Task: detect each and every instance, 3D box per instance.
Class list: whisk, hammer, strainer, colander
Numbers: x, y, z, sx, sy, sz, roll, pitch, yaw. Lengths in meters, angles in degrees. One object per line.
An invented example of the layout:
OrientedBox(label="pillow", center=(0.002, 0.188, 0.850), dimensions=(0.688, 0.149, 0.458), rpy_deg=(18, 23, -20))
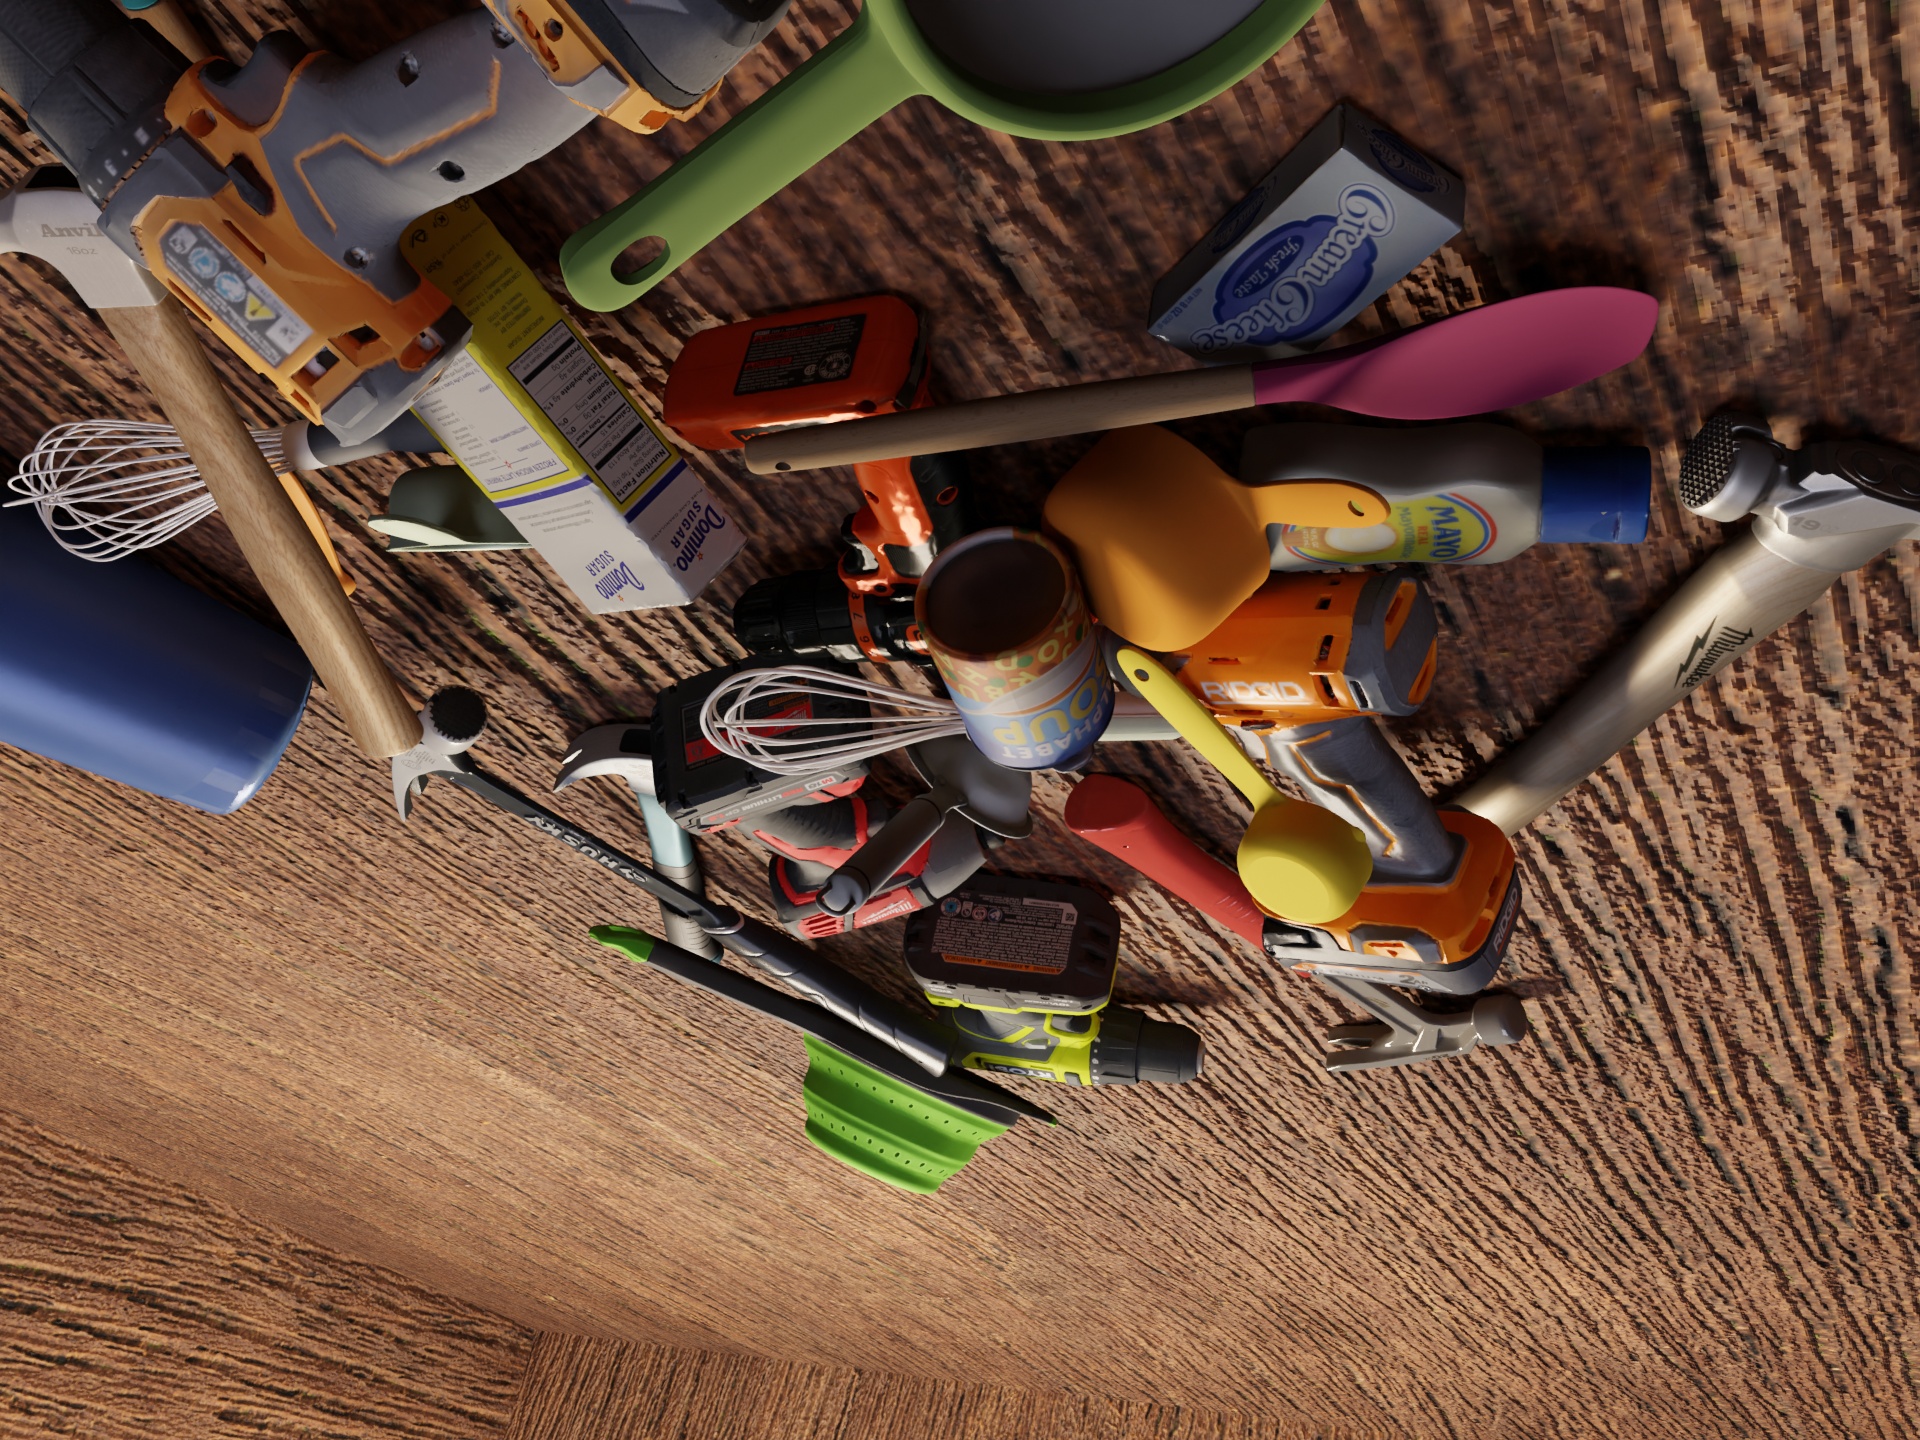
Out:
OrientedBox(label="whisk", center=(-0.001, -0.002, 0.762), dimensions=(0.246, 0.058, 0.059), rpy_deg=(-1, 135, -17))
OrientedBox(label="hammer", center=(-0.310, -0.094, 0.706), dimensions=(0.130, 0.031, 0.331), rpy_deg=(0, 141, 7))
OrientedBox(label="strainer", center=(-0.012, 0.042, 0.765), dimensions=(0.087, 0.258, 0.050), rpy_deg=(41, 115, 4))
OrientedBox(label="hammer", center=(0.295, 0.011, 0.739), dimensions=(0.146, 0.038, 0.410), rpy_deg=(15, 150, -6))
OrientedBox(label="strainer", center=(-0.008, -0.201, 0.410), dimensions=(0.256, 0.069, 0.151), rpy_deg=(-32, 148, 15))
OrientedBox(label="whisk", center=(-0.326, -0.123, 0.738), dimensions=(0.284, 0.070, 0.070), rpy_deg=(-6, 145, 20))
OrientedBox(label="colander", center=(-0.112, 0.258, 1.161), dimensions=(0.396, 0.094, 0.205), rpy_deg=(30, 170, -30))
OrientedBox(label="hammer", center=(-0.189, 0.095, 1.060), dimensions=(0.128, 0.033, 0.330), rpy_deg=(11, 149, 2))
OrientedBox(label="hammer", center=(0.188, 0.132, 0.976), dimensions=(0.358, 0.037, 0.149), rpy_deg=(33, 144, -31))
OrientedBox(label="hammer", center=(-0.168, 0.118, 0.989), dimensions=(0.408, 0.036, 0.149), rpy_deg=(34, 146, -18))

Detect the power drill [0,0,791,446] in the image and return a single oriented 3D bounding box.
OrientedBox(label="power drill", center=(-0.184, -0.206, 0.470), dimensions=(0.226, 0.084, 0.185), rpy_deg=(-29, 117, 31))

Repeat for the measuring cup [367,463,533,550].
OrientedBox(label="measuring cup", center=(-0.221, -0.095, 0.681), dimensions=(0.083, 0.038, 0.167), rpy_deg=(-2, -177, -1))

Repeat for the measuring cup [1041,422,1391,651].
OrientedBox(label="measuring cup", center=(0.090, -0.065, 0.596), dimensions=(0.095, 0.052, 0.174), rpy_deg=(52, 166, -19))

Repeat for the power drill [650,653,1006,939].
OrientedBox(label="power drill", center=(-0.067, 0.048, 0.883), dimensions=(0.143, 0.079, 0.219), rpy_deg=(-18, 147, 11))

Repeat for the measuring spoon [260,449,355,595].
OrientedBox(label="measuring spoon", center=(-0.339, -0.098, 0.820), dimensions=(0.021, 0.011, 0.116), rpy_deg=(9, 149, 6))

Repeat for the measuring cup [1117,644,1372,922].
OrientedBox(label="measuring cup", center=(0.116, 0.030, 0.687), dimensions=(0.156, 0.029, 0.062), rpy_deg=(45, 145, -14))

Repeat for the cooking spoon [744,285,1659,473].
OrientedBox(label="cooking spoon", center=(0.077, -0.116, 0.562), dimensions=(0.319, 0.017, 0.068), rpy_deg=(-7, 158, 9))

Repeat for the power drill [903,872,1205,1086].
OrientedBox(label="power drill", center=(0.064, 0.190, 1.079), dimensions=(0.190, 0.080, 0.228), rpy_deg=(5, 151, 16))

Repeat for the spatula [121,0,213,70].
OrientedBox(label="spatula", center=(-0.278, -0.225, 0.560), dimensions=(0.082, 0.044, 0.317), rpy_deg=(6, 150, 16))

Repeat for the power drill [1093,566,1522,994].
OrientedBox(label="power drill", center=(0.158, 0.024, 0.739), dimensions=(0.164, 0.084, 0.226), rpy_deg=(2, 137, 40))
